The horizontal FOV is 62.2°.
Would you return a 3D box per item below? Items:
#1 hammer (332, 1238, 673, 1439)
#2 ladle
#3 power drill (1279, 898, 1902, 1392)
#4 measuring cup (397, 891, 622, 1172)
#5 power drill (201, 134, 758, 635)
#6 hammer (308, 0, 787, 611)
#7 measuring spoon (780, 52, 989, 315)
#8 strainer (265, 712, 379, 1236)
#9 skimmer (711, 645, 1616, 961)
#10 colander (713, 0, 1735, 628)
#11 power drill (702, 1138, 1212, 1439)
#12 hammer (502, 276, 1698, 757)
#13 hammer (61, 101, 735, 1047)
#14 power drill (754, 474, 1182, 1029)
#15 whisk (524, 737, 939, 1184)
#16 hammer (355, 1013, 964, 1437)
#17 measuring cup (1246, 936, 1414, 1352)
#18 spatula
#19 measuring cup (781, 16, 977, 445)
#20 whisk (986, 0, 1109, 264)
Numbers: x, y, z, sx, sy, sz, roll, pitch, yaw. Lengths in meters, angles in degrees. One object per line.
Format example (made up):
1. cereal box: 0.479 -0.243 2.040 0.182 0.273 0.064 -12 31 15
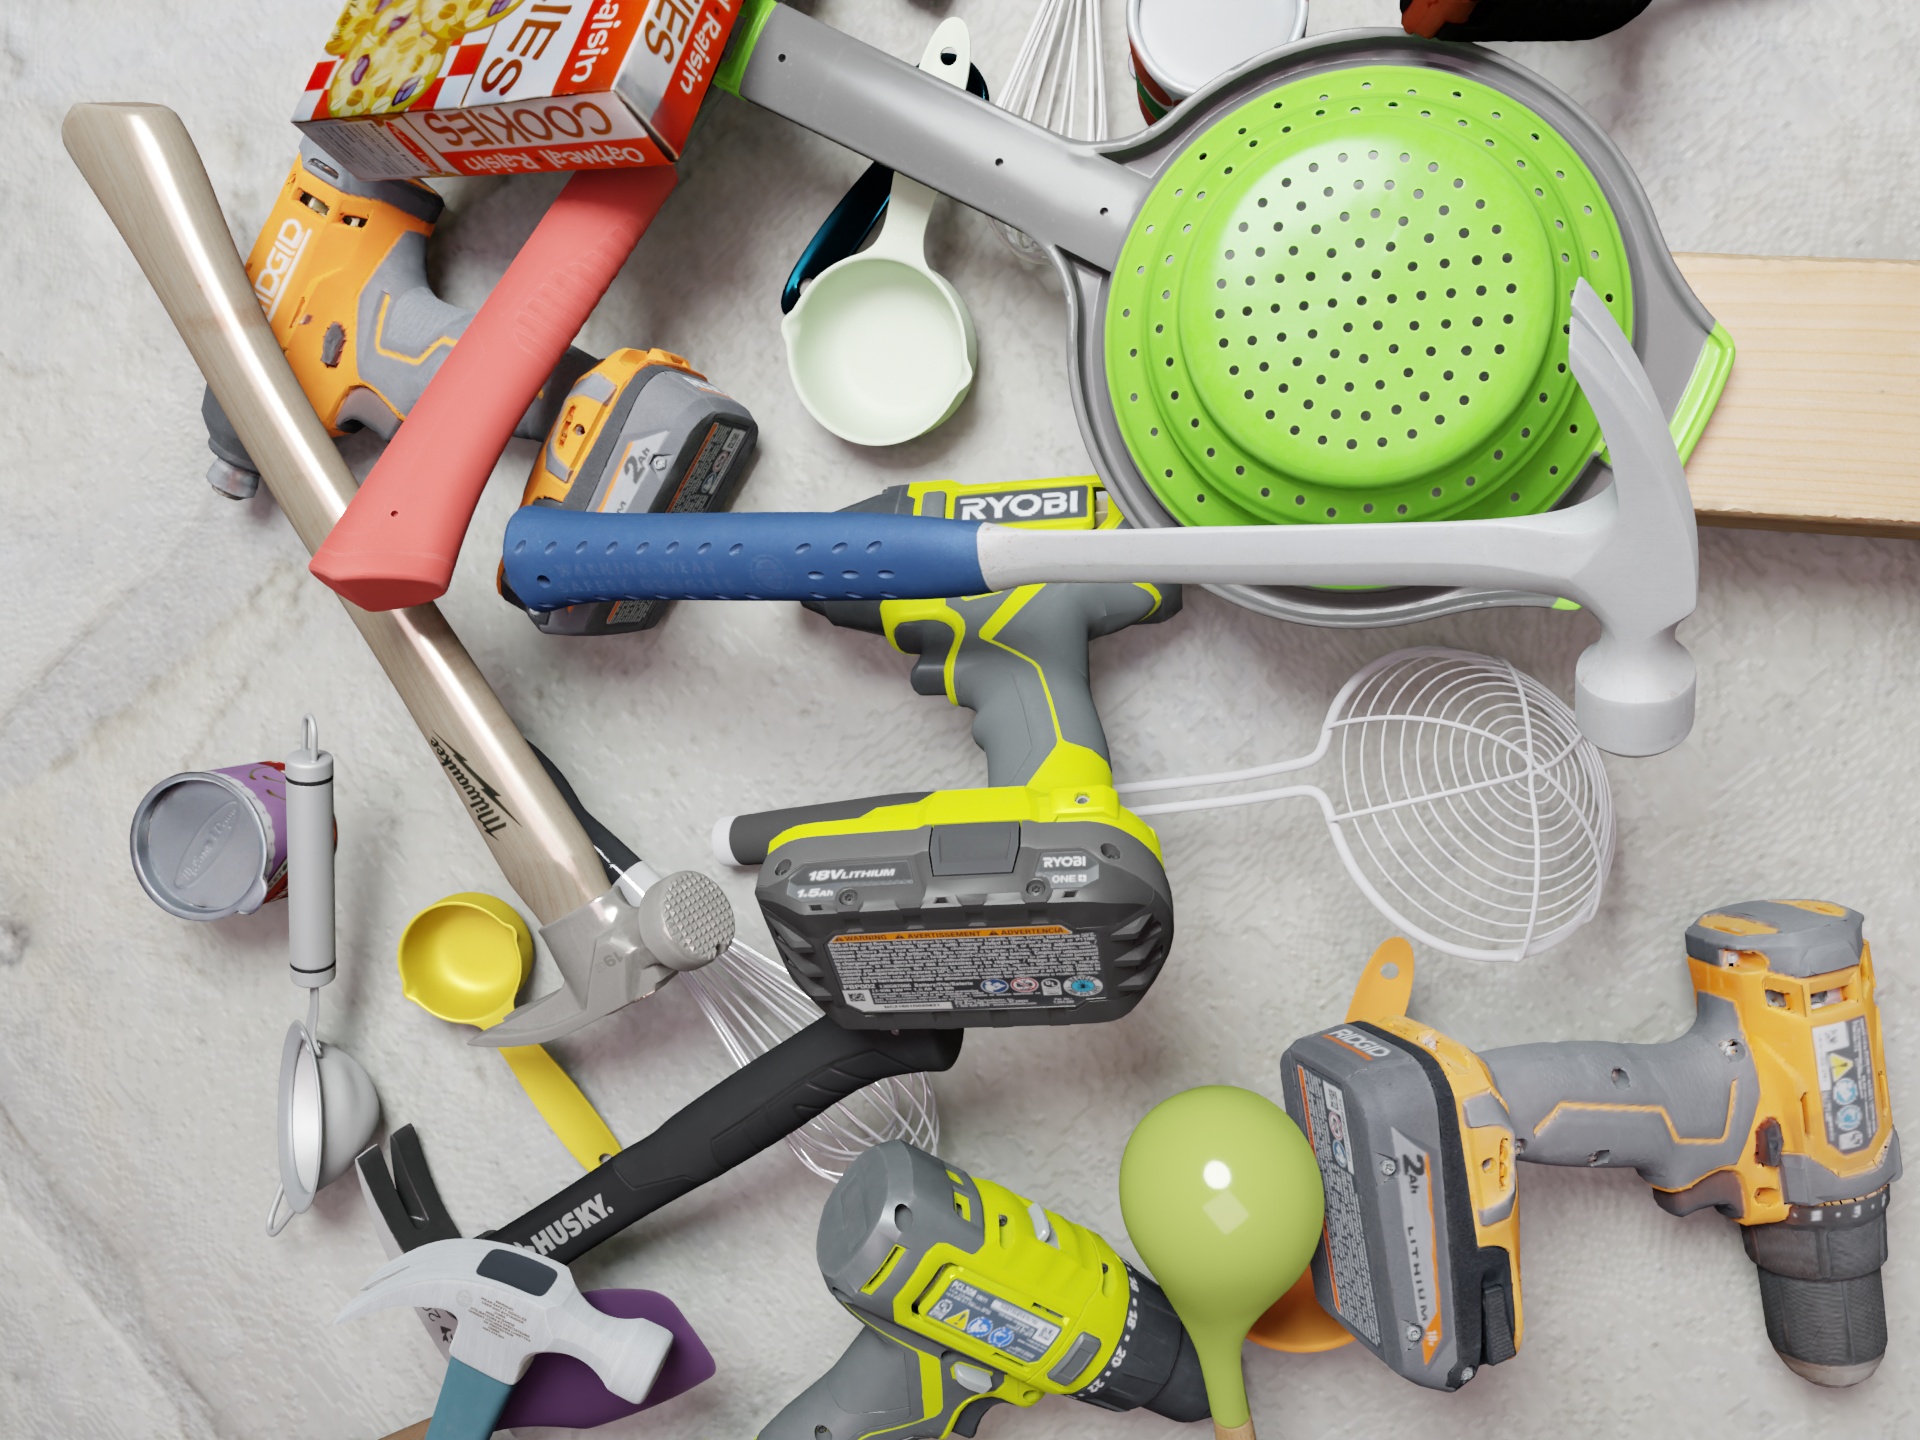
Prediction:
1. hammer: -0.234 0.354 0.696 0.128 0.033 0.331 27 114 3
2. ladle: 0.116 0.283 0.630 0.078 0.062 0.320 7 121 35
3. power drill: 0.246 0.177 0.592 0.226 0.084 0.185 -11 95 -13
4. measuring cup: -0.195 0.146 0.725 0.062 0.029 0.156 -31 100 9
5. power drill: -0.218 -0.126 0.678 0.226 0.084 0.164 33 101 10
6. hammer: -0.145 -0.203 0.615 0.149 0.036 0.359 27 77 8
7. measuring spoon: -0.032 -0.220 0.671 0.128 0.021 0.042 -48 69 19
8. strainer: -0.283 0.117 0.701 0.050 0.087 0.258 -6 115 -32
9. skimmer: 0.075 0.044 0.657 0.363 0.090 0.127 -7 66 21
10. colander: 0.059 -0.168 0.531 0.397 0.094 0.204 28 102 9
11. power drill: -0.012 0.299 0.659 0.190 0.080 0.228 32 102 -20
12. hammer: 0.018 -0.059 0.519 0.405 0.035 0.143 3 134 25
13. hammer: -0.246 -0.058 0.644 0.146 0.038 0.410 -29 93 34
14. power drill: -0.001 -0.002 0.593 0.171 0.223 0.080 -3 138 8
15. whisk: -0.117 0.095 0.689 0.285 0.070 0.070 42 100 9
16. hammer: -0.126 0.180 0.658 0.334 0.035 0.146 -37 88 28
17. measuring cup: 0.149 0.166 0.648 0.095 0.052 0.173 18 95 8
18. spatula: -0.235 0.318 0.711 0.316 0.018 0.059 -31 97 24
19. measuring cup: -0.019 -0.195 0.647 0.083 0.038 0.167 18 104 10
20. whisk: 0.049 -0.306 0.636 0.059 0.058 0.246 8 93 -25
